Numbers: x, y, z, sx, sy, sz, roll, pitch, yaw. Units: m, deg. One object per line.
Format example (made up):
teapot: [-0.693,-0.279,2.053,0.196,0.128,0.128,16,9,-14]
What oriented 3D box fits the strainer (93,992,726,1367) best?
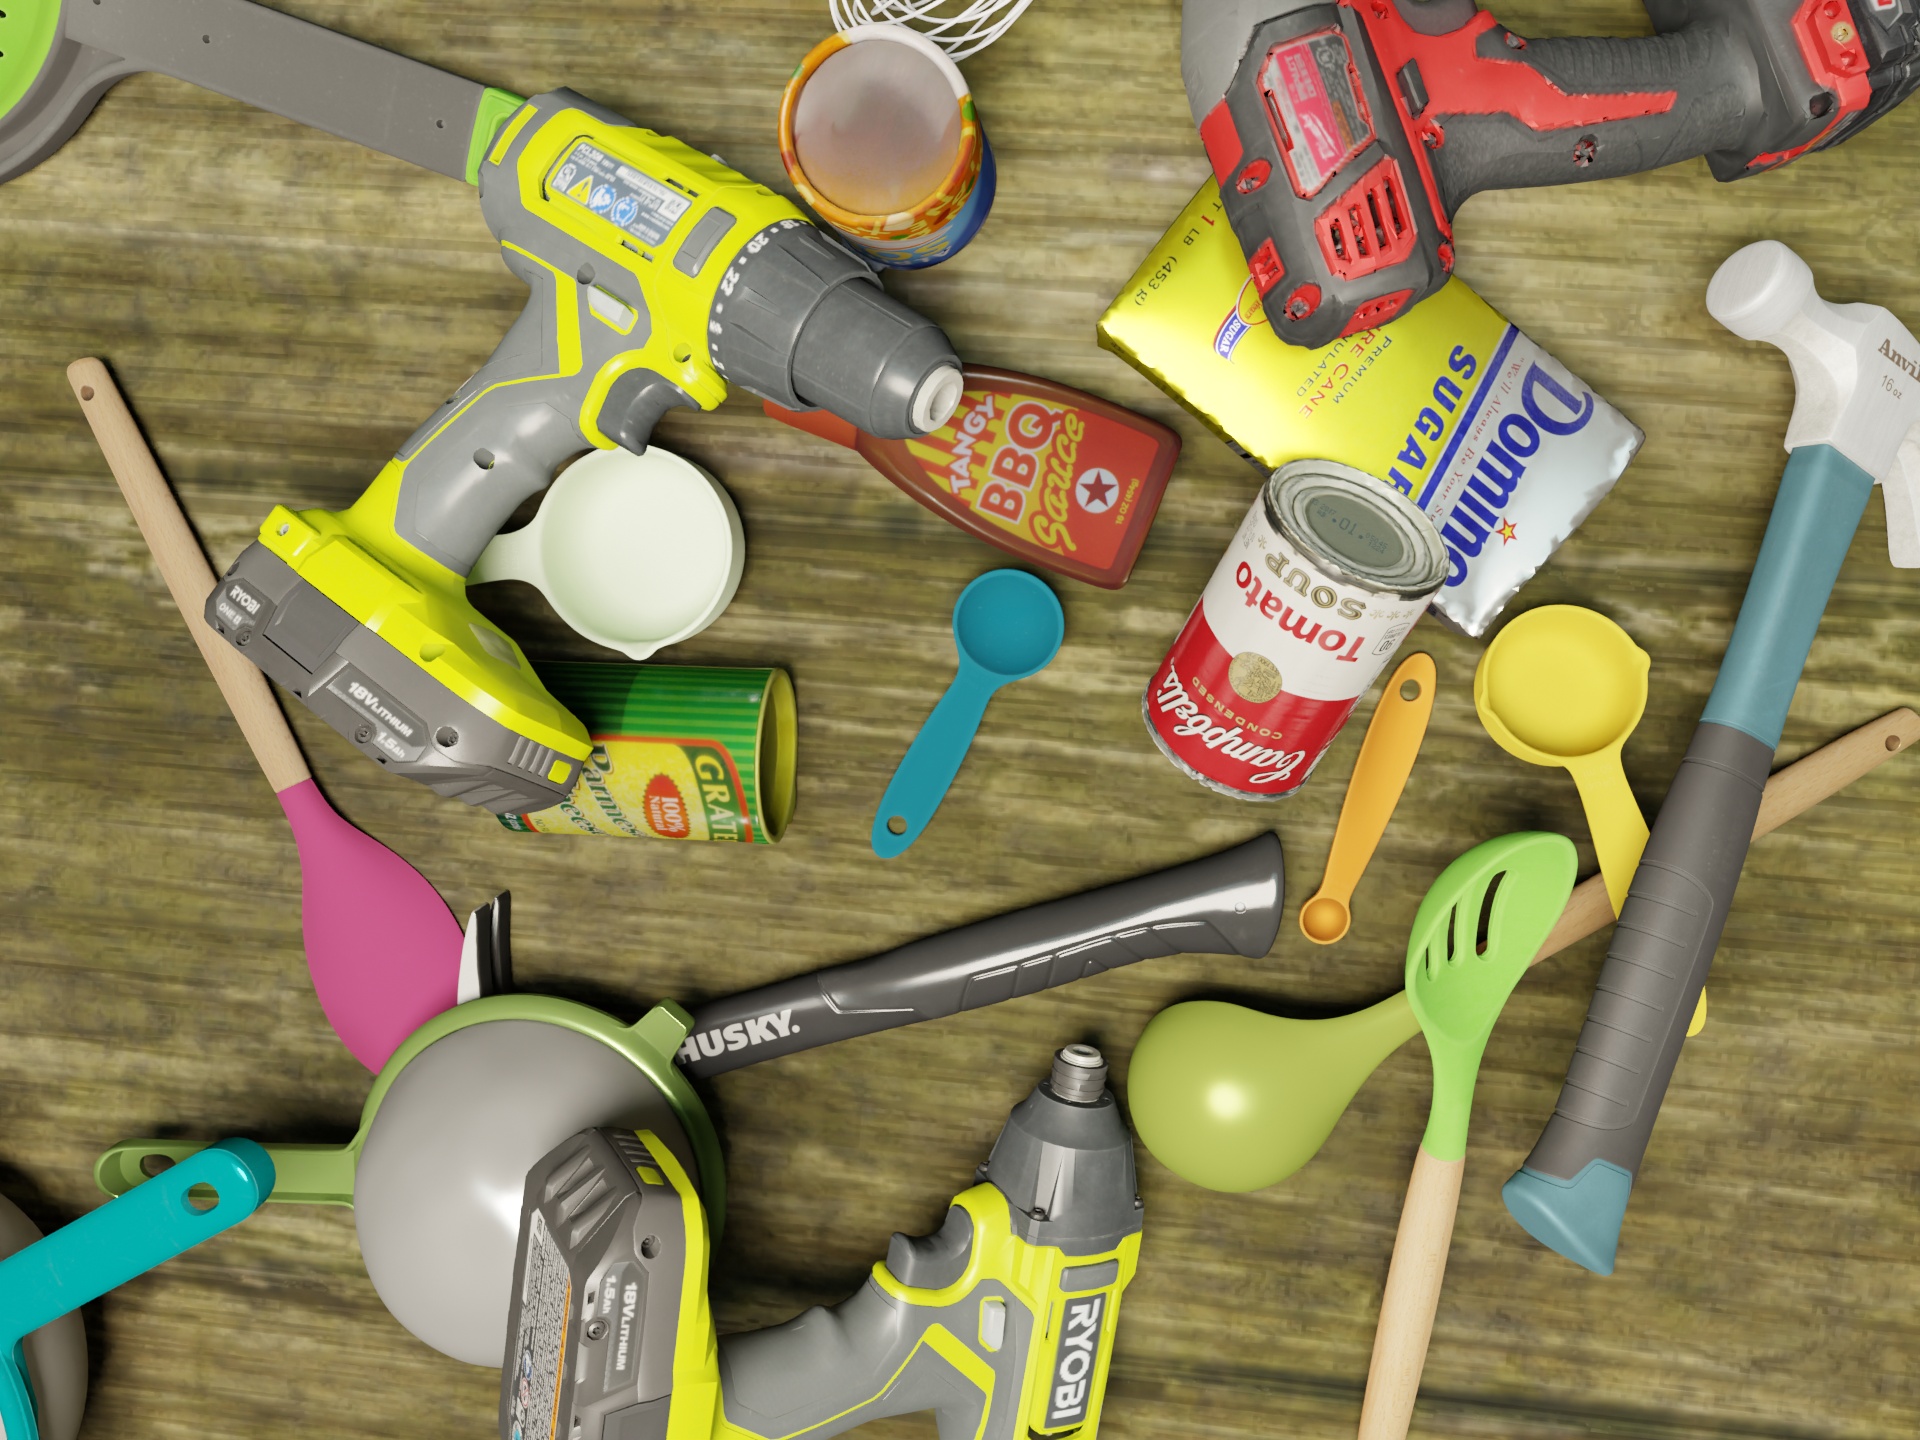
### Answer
strainer: [-0.220,0.183,0.596,0.256,0.069,0.151,0,99,8]

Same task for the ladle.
ladle: [0.207,0.079,0.592,0.320,0.062,0.078,-30,99,2]

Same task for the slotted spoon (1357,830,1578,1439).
slotted spoon: [0.168,0.176,0.576,0.070,0.031,0.313,-10,115,-29]

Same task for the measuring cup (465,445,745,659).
measuring cup: [-0.163,-0.063,0.611,0.167,0.038,0.083,-3,95,10]

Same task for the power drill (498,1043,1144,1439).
power drill: [-0.039,0.203,0.565,0.223,0.080,0.171,3,101,-30]

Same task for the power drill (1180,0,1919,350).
power drill: [0.181,-0.220,0.511,0.219,0.078,0.143,-20,88,-3]

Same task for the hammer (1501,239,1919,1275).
hammer: [0.251,0.018,0.525,0.128,0.033,0.331,25,83,-21]

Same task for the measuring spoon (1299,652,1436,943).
measuring spoon: [0.154,0.029,0.603,0.021,0.011,0.117,19,95,-5]

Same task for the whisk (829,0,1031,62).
whisk: [0.071,-0.326,0.546,0.284,0.070,0.070,-37,92,5]

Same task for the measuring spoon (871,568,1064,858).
measuring spoon: [-0.001,-0.002,0.614,0.042,0.021,0.128,30,108,1]

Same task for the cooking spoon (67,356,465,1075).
cooking spoon: [-0.280,0.003,0.639,0.069,0.017,0.319,-24,94,7]

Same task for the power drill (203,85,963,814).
power drill: [-0.126,-0.085,0.538,0.191,0.080,0.228,34,87,21]

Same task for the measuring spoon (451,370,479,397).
measuring spoon: [-0.217,-0.091,0.621,0.034,0.018,0.124,41,98,0]

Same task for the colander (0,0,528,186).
colander: [-0.337,-0.262,0.561,0.397,0.094,0.204,19,111,-1]

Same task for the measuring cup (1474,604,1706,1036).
measuring cup: [0.229,0.035,0.567,0.062,0.029,0.156,-17,81,1]

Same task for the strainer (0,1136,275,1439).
strainer: [-0.383,0.226,0.629,0.340,0.095,0.211,-29,95,14]

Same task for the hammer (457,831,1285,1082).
hammer: [-0.037,0.101,0.618,0.335,0.035,0.146,-17,96,8]
